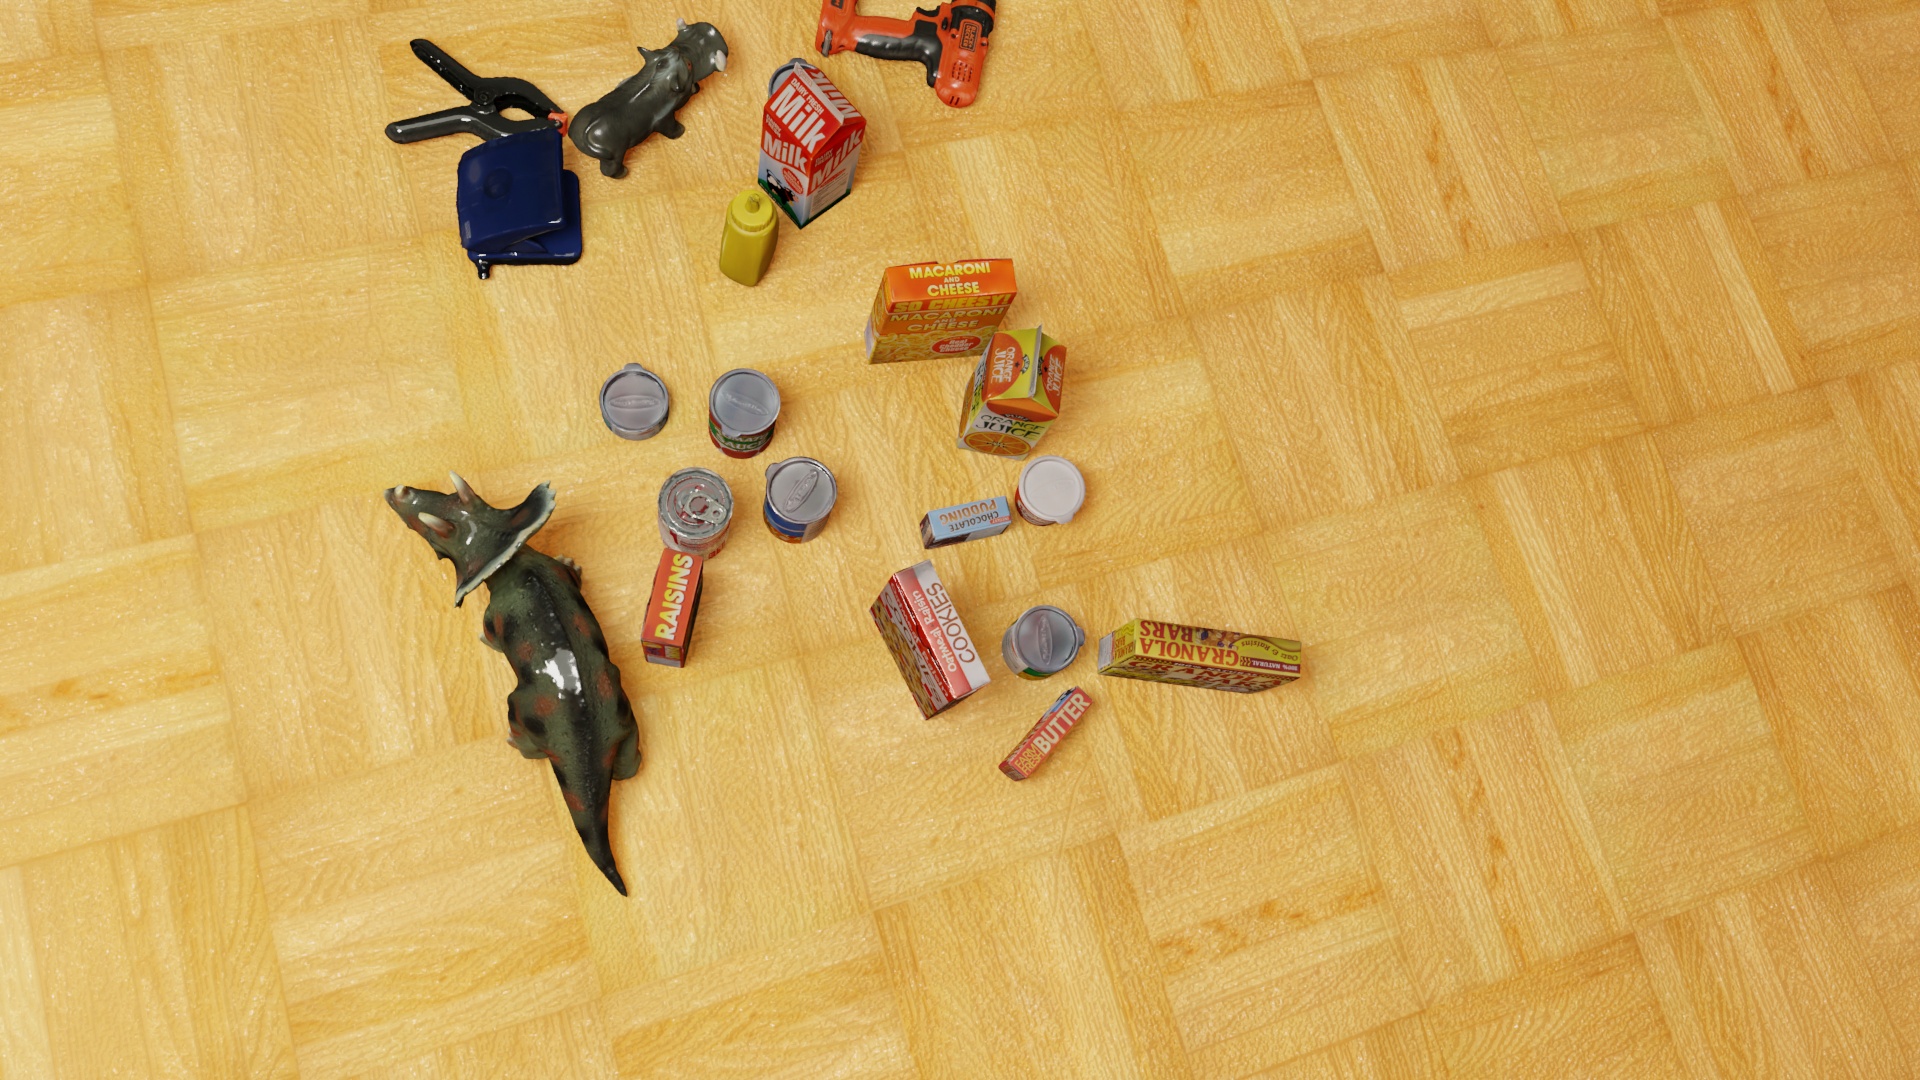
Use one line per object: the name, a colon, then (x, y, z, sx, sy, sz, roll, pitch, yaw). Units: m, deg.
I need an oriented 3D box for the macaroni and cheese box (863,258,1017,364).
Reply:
macaroni and cheese box: (-0.023, -0.224, 1.364, 0.124, 0.166, 0.040, -7, 78, -13)

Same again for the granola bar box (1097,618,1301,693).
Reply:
granola bar box: (0.229, 0.115, 1.349, 0.166, 0.124, 0.039, 8, 75, -9)

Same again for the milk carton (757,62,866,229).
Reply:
milk carton: (-0.147, -0.393, 1.370, 0.074, 0.190, 0.072, -40, 87, -17)

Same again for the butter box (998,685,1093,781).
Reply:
butter box: (0.082, 0.187, 1.338, 0.024, 0.053, 0.104, 43, 72, 2)

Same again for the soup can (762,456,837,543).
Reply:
soup can: (-0.157, -0.039, 1.332, 0.071, 0.083, 0.071, 3, 76, -11)

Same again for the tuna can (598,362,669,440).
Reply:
tuna can: (-0.317, -0.134, 1.352, 0.071, 0.032, 0.071, 3, 75, -11)

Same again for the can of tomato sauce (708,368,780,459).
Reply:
can of tomato sauce: (-0.211, -0.119, 1.343, 0.071, 0.083, 0.071, 3, 76, -11)

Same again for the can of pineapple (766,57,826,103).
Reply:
can of pineapple: (-0.169, -0.457, 1.452, 0.071, 0.057, 0.071, 3, 76, -11)

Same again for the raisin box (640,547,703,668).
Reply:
raisin box: (-0.262, 0.063, 1.264, 0.040, 0.123, 0.086, 13, 74, -8)

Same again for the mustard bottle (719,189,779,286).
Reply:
mustard bottle: (-0.204, -0.303, 1.351, 0.049, 0.159, 0.065, 24, 73, -5)

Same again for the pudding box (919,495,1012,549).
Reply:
pudding box: (0.005, -0.017, 1.377, 0.084, 0.049, 0.030, -12, 79, -14)

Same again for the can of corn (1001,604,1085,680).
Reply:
can of corn: (0.080, 0.101, 1.357, 0.071, 0.058, 0.071, 3, 76, -11)

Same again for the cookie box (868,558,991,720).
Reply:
cookie box: (-0.032, 0.095, 1.279, 0.040, 0.167, 0.123, -25, 82, -16)

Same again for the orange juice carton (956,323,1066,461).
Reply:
orange juice carton: (0.052, -0.143, 1.344, 0.073, 0.192, 0.072, 11, 75, -8)

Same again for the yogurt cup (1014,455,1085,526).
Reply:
yogurt cup: (0.087, -0.047, 1.399, 0.072, 0.053, 0.072, 3, 76, -11)
